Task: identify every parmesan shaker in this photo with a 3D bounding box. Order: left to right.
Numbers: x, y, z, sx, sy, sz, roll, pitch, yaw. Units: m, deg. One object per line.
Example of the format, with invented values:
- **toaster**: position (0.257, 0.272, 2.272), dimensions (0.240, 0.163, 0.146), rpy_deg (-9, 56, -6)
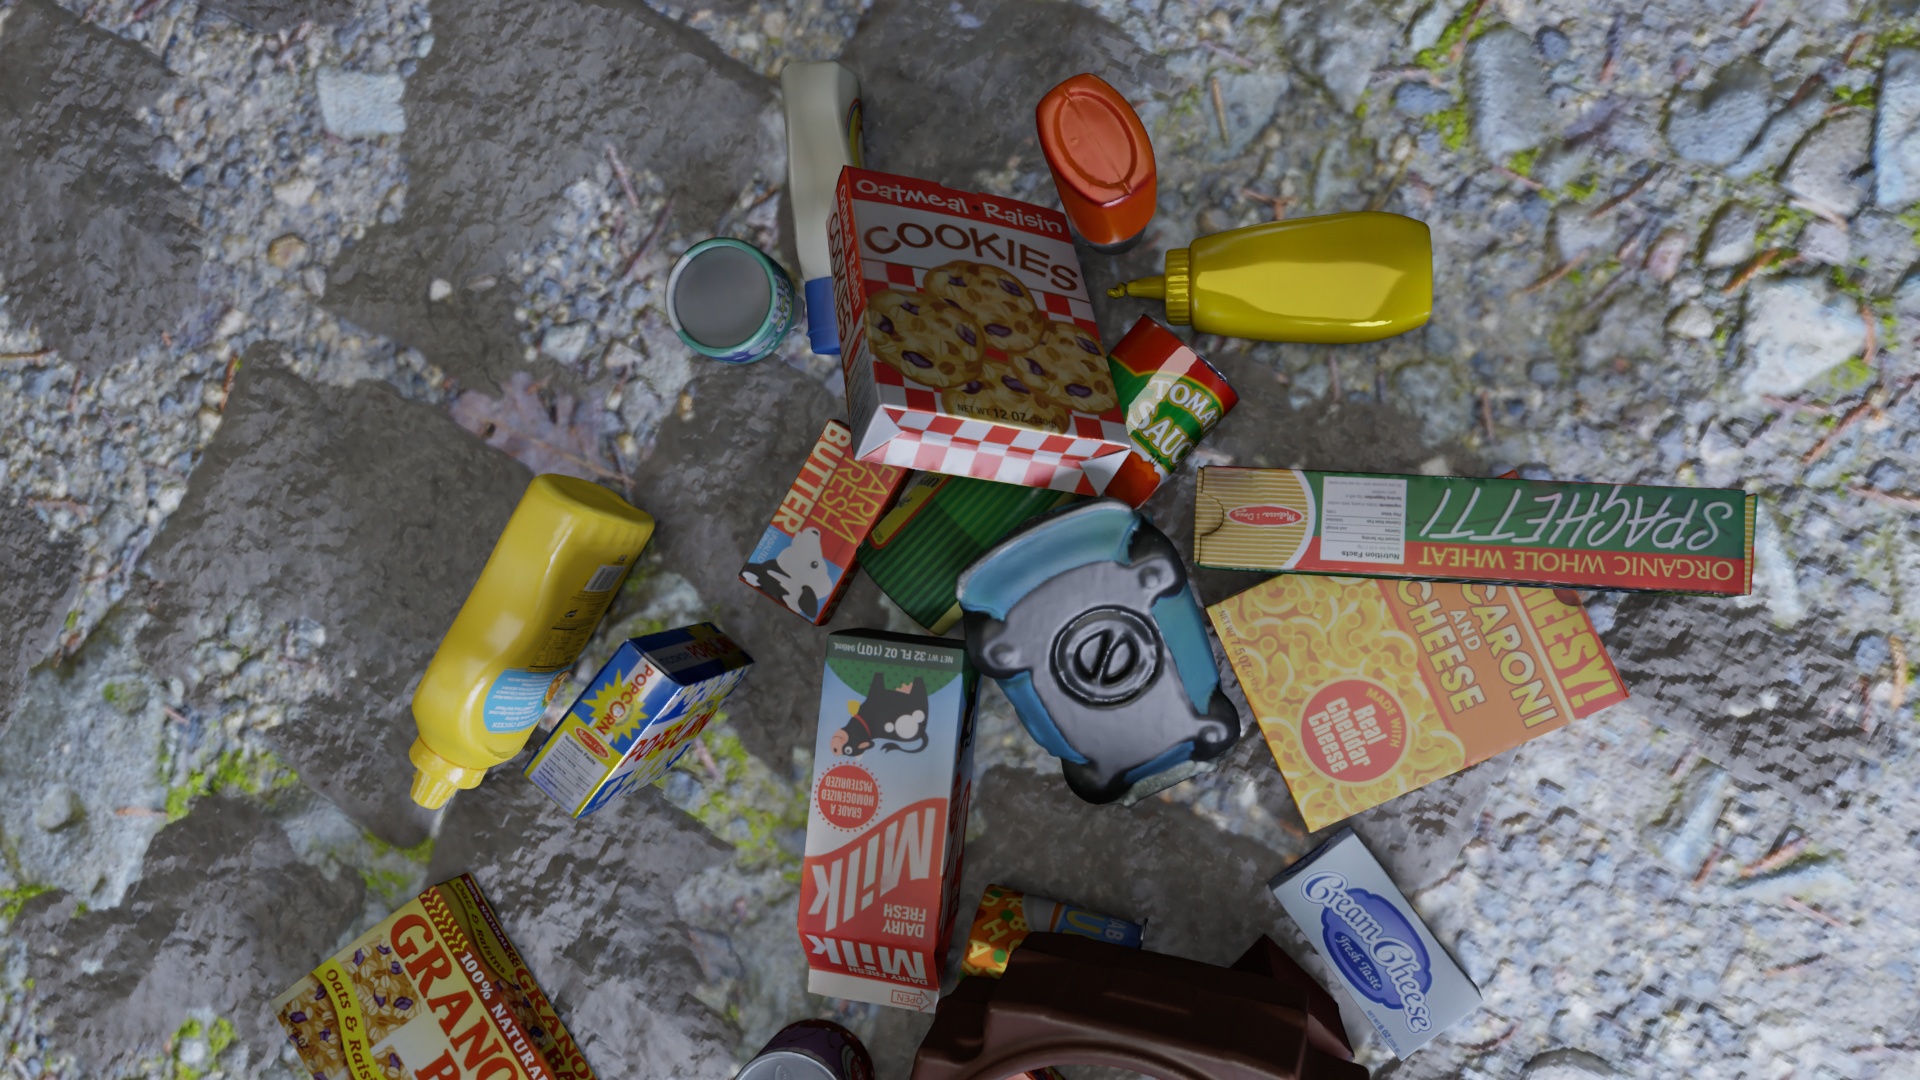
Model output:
- **parmesan shaker**: position (0.003, -0.009, 0.717), dimensions (0.071, 0.071, 0.103), rpy_deg (45, 95, 8)

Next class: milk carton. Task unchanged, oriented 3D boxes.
- **milk carton**: position (-0.036, 0.144, 0.717), dimensions (0.072, 0.073, 0.190), rpy_deg (6, 89, 9)

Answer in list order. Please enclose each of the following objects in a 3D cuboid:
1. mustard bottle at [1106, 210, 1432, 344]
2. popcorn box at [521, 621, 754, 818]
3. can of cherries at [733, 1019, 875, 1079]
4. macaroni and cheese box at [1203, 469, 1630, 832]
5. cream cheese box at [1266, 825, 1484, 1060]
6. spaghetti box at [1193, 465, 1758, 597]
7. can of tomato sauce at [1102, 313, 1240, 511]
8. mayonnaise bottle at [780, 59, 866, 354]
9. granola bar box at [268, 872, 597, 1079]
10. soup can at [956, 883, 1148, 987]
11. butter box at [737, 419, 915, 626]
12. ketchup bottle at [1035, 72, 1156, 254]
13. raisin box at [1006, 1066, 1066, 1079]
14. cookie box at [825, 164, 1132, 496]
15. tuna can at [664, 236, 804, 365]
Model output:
- **mustard bottle**: position (0.155, -0.132, 0.709), dimensions (0.160, 0.049, 0.065), rpy_deg (0, 88, 10)
- **popcorn box**: position (-0.161, 0.088, 0.713), dimensions (0.038, 0.127, 0.085), rpy_deg (39, 95, 6)
- **can of cherries**: position (-0.080, 0.292, 0.726), dimensions (0.071, 0.058, 0.071), rpy_deg (-1, 87, 10)
- **macaroni and cheese box**: position (0.224, 0.055, 0.694), dimensions (0.166, 0.040, 0.124), rpy_deg (-25, 84, 7)
- **cream cheese box**: position (0.208, 0.201, 0.699), dimensions (0.053, 0.024, 0.104), rpy_deg (-38, 83, 5)
- **spaghetti box**: position (0.238, -0.004, 0.659), dimensions (0.250, 0.028, 0.050), rpy_deg (3, 85, 11)
- **can of tomato sauce**: position (0.091, -0.062, 0.706), dimensions (0.071, 0.071, 0.083), rpy_deg (43, 96, 8)
- **mayonnaise bottle**: position (-0.068, -0.175, 0.743), dimensions (0.041, 0.065, 0.148), rpy_deg (-5, 91, 7)
- **granola bar box**: position (-0.285, 0.289, 0.770), dimensions (0.124, 0.039, 0.165), rpy_deg (-36, 82, 7)
- **soup can**: position (0.047, 0.214, 0.704), dimensions (0.084, 0.071, 0.071), rpy_deg (14, 90, 10)
- **butter box**: position (-0.072, -0.010, 0.754), dimensions (0.053, 0.024, 0.103), rpy_deg (31, 93, 10)
- **ketchup bottle**: position (0.069, -0.172, 0.674), dimensions (0.043, 0.149, 0.065), rpy_deg (-32, 84, 7)
- **raisin box**: position (0.026, 0.316, 0.717), dimensions (0.123, 0.040, 0.086), rpy_deg (41, 95, 9)
- **cookie box**: position (0.005, -0.104, 0.668), dimensions (0.123, 0.040, 0.168), rpy_deg (7, 49, -21)
- **tuna can**: position (-0.124, -0.131, 0.763), dimensions (0.071, 0.033, 0.071), rpy_deg (0, 88, 10)
